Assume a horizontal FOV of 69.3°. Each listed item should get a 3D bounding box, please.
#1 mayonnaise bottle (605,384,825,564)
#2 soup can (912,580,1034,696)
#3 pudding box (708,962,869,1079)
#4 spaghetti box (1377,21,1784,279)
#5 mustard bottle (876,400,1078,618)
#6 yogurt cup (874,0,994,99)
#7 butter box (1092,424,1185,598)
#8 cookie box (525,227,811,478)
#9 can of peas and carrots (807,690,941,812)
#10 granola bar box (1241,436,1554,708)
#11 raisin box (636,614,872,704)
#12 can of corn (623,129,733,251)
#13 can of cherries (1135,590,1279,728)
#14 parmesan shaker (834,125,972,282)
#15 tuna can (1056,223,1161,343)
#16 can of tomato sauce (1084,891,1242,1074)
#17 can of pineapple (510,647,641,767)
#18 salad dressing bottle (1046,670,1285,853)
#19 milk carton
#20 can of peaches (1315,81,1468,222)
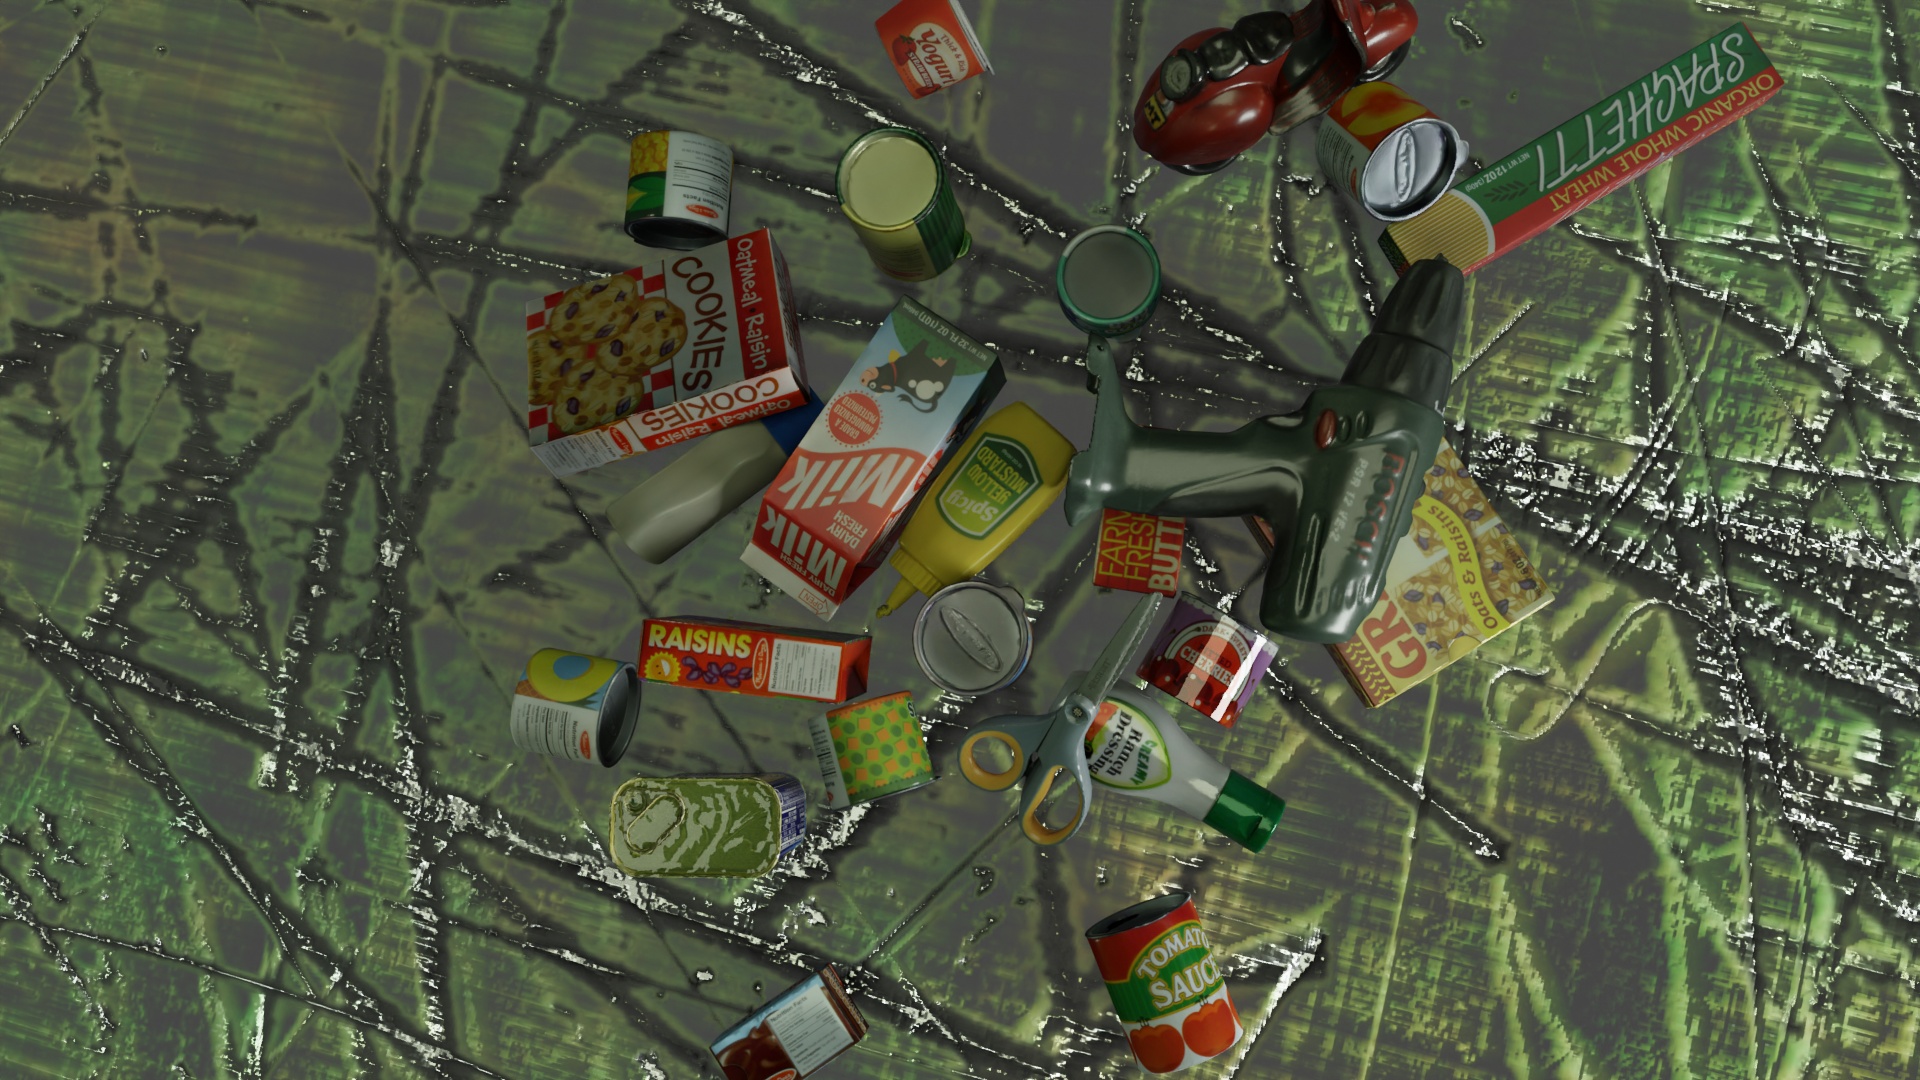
[{"bbox_3d":[-0.148,-0.045,0.873,0.148,0.064,0.041,-37,74,-3],"label":"mayonnaise bottle"},{"bbox_3d":[0.012,0.058,0.831,0.071,0.083,0.071,-1,84,6],"label":"soup can"},{"bbox_3d":[-0.104,0.302,0.845,0.084,0.030,0.050,-35,83,2],"label":"pudding box"},{"bbox_3d":[0.378,-0.231,0.850,0.250,0.028,0.050,-30,83,3],"label":"spaghetti box"},{"bbox_3d":[0.003,-0.011,0.857,0.065,0.049,0.160,40,89,11],"label":"mustard bottle"},{"bbox_3d":[-0.019,-0.319,0.886,0.054,0.072,0.072,-27,82,11],"label":"yogurt cup"},{"bbox_3d":[0.114,-0.018,0.858,0.053,0.024,0.103,8,85,8],"label":"butter box"},{"bbox_3d":[-0.185,-0.118,0.871,0.167,0.040,0.123,-16,56,5],"label":"cookie box"},{"bbox_3d":[-0.052,0.126,0.841,0.071,0.071,0.059,-17,82,4],"label":"can of peas and carrots"},{"bbox_3d":[0.252,-0.001,0.833,0.124,0.039,0.165,-32,81,2],"label":"granola bar box"},{"bbox_3d":[-0.123,0.071,0.843,0.123,0.086,0.040,7,90,7],"label":"raisin box"},{"bbox_3d":[-0.182,-0.223,0.893,0.071,0.071,0.058,2,84,7],"label":"can of corn"},{"bbox_3d":[0.145,0.071,0.821,0.071,0.071,0.058,31,89,8],"label":"can of cherries"},{"bbox_3d":[-0.033,-0.205,0.854,0.071,0.103,0.071,-1,84,6],"label":"parmesan shaker"},{"bbox_3d":[0.094,-0.160,0.871,0.071,0.033,0.071,-1,84,6],"label":"tuna can"},{"bbox_3d":[0.119,0.256,0.805,0.071,0.071,0.083,-22,83,4],"label":"can of tomato sauce"},{"bbox_3d":[-0.237,0.102,0.864,0.058,0.071,0.071,10,85,7],"label":"can of pineapple"},{"bbox_3d":[0.121,0.133,0.830,0.148,0.044,0.064,30,104,8],"label":"salad dressing bottle"},{"bbox_3d":[-0.055,-0.047,0.855,0.072,0.073,0.190,35,89,8],"label":"milk carton"},{"bbox_3d":[0.258,-0.235,0.835,0.071,0.071,0.058,-29,44,3],"label":"can of peaches"}]
